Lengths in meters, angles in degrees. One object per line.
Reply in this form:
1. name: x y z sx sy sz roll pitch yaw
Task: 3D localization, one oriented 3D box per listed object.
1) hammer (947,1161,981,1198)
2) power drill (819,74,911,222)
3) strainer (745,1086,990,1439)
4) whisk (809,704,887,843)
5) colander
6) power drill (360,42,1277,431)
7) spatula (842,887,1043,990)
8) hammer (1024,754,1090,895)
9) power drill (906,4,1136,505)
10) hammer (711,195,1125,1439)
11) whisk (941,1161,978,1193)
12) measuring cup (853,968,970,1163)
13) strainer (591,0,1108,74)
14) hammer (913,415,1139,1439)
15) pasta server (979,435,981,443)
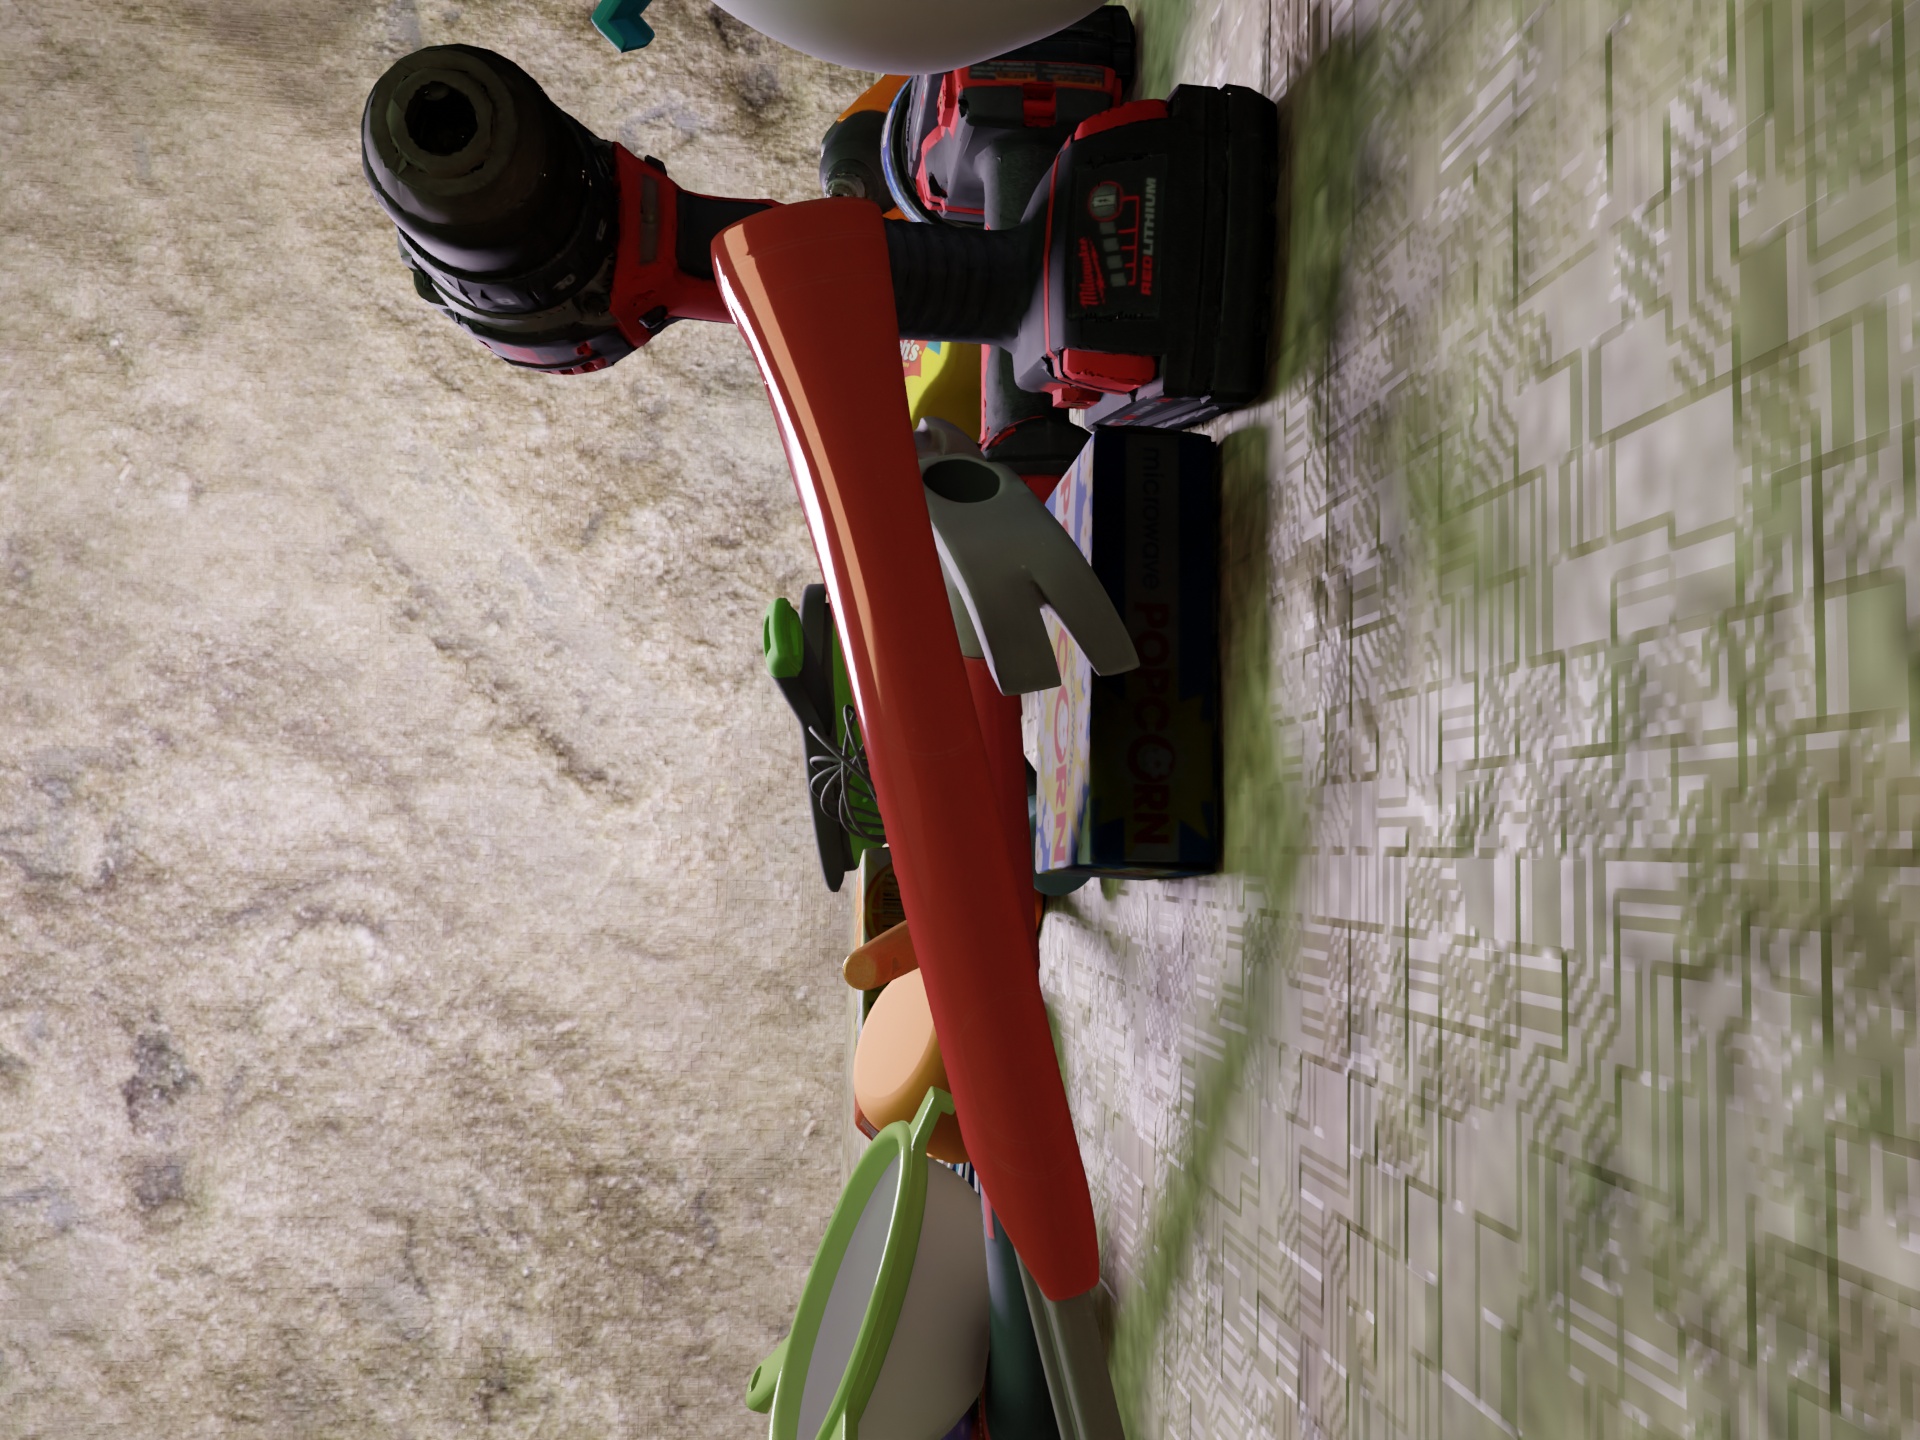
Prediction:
1. hammer: 0.006 0.316 0.783 0.144 0.035 0.406 104 167 -60
2. power drill: -0.045 -0.272 0.986 0.164 0.084 0.226 -66 -19 -49
3. strainer: -0.038 0.274 0.688 0.256 0.069 0.152 120 169 -52
4. whisk: -0.019 0.046 0.720 0.238 0.055 0.055 56 -148 -68
5. colander: -0.051 -0.009 0.975 0.397 0.094 0.205 85 180 -78
6. power drill: -0.035 -0.126 0.420 0.188 0.226 0.080 -141 53 -82
7. spatula: 0.000 0.076 0.652 0.322 0.041 0.081 -2 -86 -76
8. hammer: -0.001 -0.002 0.738 0.128 0.033 0.331 59 178 -24
9. power drill: 0.022 -0.152 0.628 0.143 0.078 0.220 148 121 -83
10. hammer: 0.010 0.071 0.332 0.149 0.036 0.359 -176 72 -75
11. whisk: 0.007 0.178 0.785 0.059 0.057 0.247 -32 43 39
12. measuring cup: -0.034 0.186 0.738 0.173 0.052 0.095 -54 28 10
13. strainer: 0.040 -0.219 0.309 0.095 0.211 0.340 50 167 -13
14. hammer: 0.018 0.112 0.490 0.143 0.038 0.386 -120 22 -58
15. pasta server: 0.011 -0.153 0.873 0.060 0.040 0.316 10 102 44
